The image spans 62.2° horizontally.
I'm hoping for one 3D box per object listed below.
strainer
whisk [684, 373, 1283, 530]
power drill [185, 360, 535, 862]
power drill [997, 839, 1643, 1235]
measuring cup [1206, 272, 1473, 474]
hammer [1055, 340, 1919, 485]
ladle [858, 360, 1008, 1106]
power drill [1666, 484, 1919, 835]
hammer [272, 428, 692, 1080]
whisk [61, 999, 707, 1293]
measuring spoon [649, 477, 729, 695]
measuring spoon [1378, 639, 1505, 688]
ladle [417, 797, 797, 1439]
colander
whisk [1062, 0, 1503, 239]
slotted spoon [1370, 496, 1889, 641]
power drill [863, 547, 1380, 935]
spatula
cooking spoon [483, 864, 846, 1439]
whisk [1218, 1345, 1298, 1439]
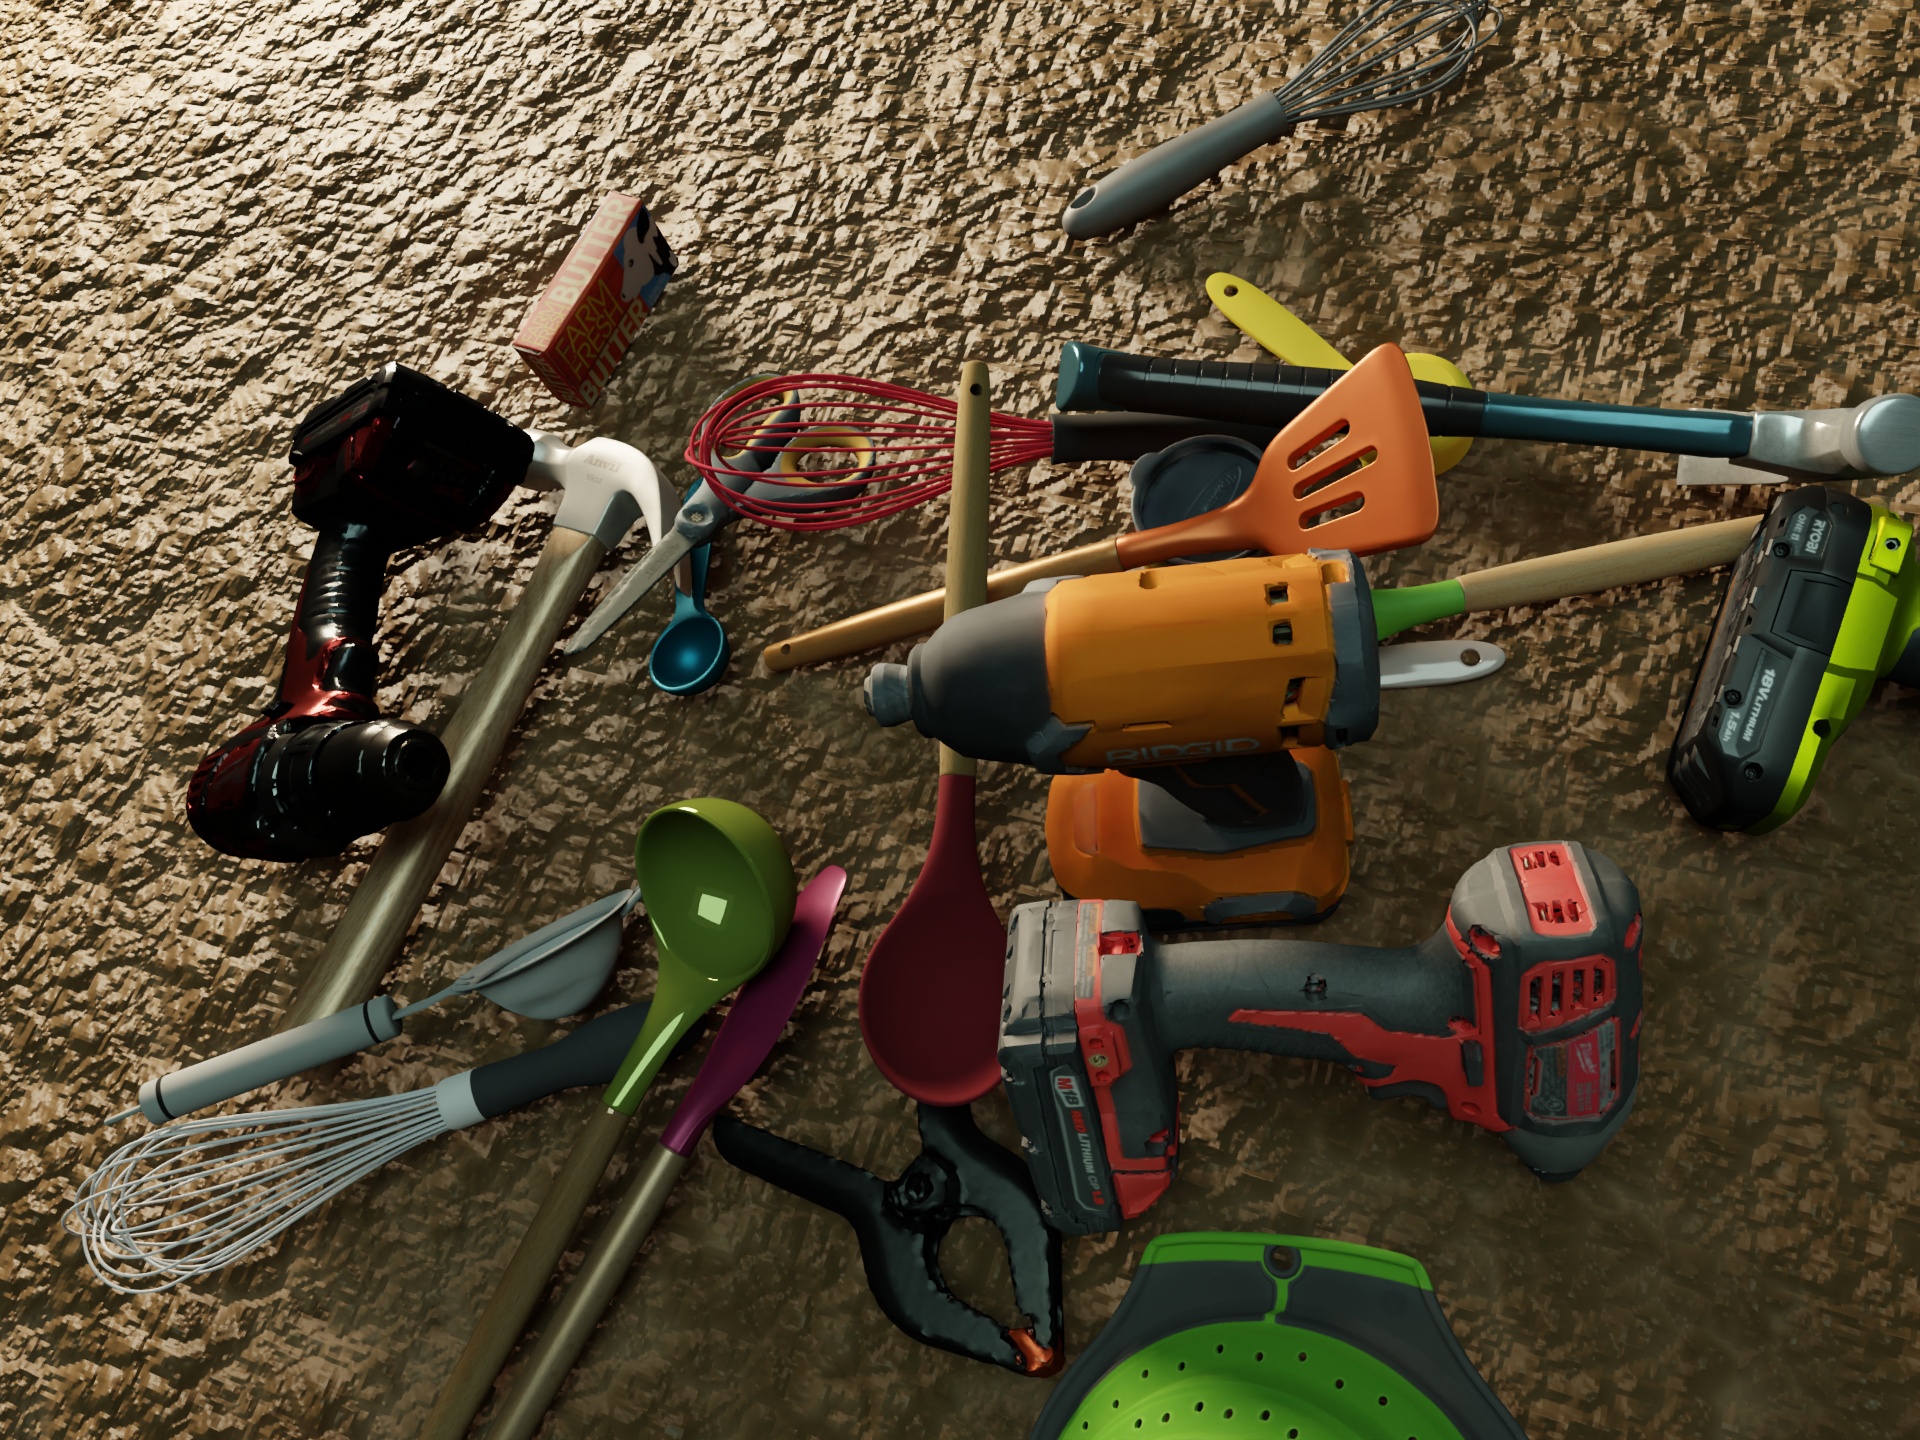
[{"bbox_3d":[-0.239,0.127,0.685,0.258,0.087,0.050,-20,96,-5],"label":"strainer"},{"bbox_3d":[0.023,-0.127,0.729,0.296,0.073,0.073,-3,66,-4],"label":"whisk"},{"bbox_3d":[-0.271,-0.045,0.733,0.188,0.080,0.227,-10,63,44],"label":"power drill"},{"bbox_3d":[0.132,0.121,0.580,0.219,0.143,0.079,-8,34,12],"label":"power drill"},{"bbox_3d":[0.173,-0.172,0.745,0.062,0.029,0.157,-44,68,-7],"label":"measuring cup"},{"bbox_3d":[0.201,-0.128,0.658,0.331,0.128,0.033,8,97,11],"label":"hammer"},{"bbox_3d":[-0.001,-0.002,0.660,0.069,0.031,0.315,5,77,-9],"label":"ladle"},{"bbox_3d":[0.396,0.019,0.589,0.228,0.080,0.190,20,82,16],"label":"power drill"},{"bbox_3d":[-0.230,0.012,0.755,0.130,0.031,0.331,16,74,29],"label":"hammer"},{"bbox_3d":[-0.244,0.175,0.686,0.284,0.070,0.070,-19,65,-2],"label":"whisk"},{"bbox_3d":[-0.127,-0.065,0.781,0.042,0.021,0.129,-15,55,21],"label":"measuring spoon"},{"bbox_3d":[0.173,-0.025,0.691,0.124,0.018,0.034,-4,67,11],"label":"measuring spoon"},{"bbox_3d":[-0.158,0.178,0.639,0.078,0.062,0.320,26,86,29],"label":"ladle"},{"bbox_3d":[0.086,0.366,0.489,0.204,0.094,0.397,-4,71,25],"label":"colander"},{"bbox_3d":[0.159,-0.303,0.798,0.239,0.055,0.055,-27,64,6],"label":"whisk"},{"bbox_3d":[0.236,-0.056,0.672,0.314,0.031,0.070,-12,99,0],"label":"slotted spoon"},{"bbox_3d":[0.066,0.015,0.583,0.164,0.226,0.084,-5,67,11],"label":"power drill"},{"bbox_3d":[0.043,-0.067,0.675,0.322,0.041,0.081,-15,73,28],"label":"spatula"},{"bbox_3d":[-0.131,0.198,0.651,0.017,0.069,0.319,32,82,-17],"label":"cooking spoon"},{"bbox_3d":[0.180,0.299,0.541,0.245,0.047,0.051,39,82,27],"label":"whisk"}]
